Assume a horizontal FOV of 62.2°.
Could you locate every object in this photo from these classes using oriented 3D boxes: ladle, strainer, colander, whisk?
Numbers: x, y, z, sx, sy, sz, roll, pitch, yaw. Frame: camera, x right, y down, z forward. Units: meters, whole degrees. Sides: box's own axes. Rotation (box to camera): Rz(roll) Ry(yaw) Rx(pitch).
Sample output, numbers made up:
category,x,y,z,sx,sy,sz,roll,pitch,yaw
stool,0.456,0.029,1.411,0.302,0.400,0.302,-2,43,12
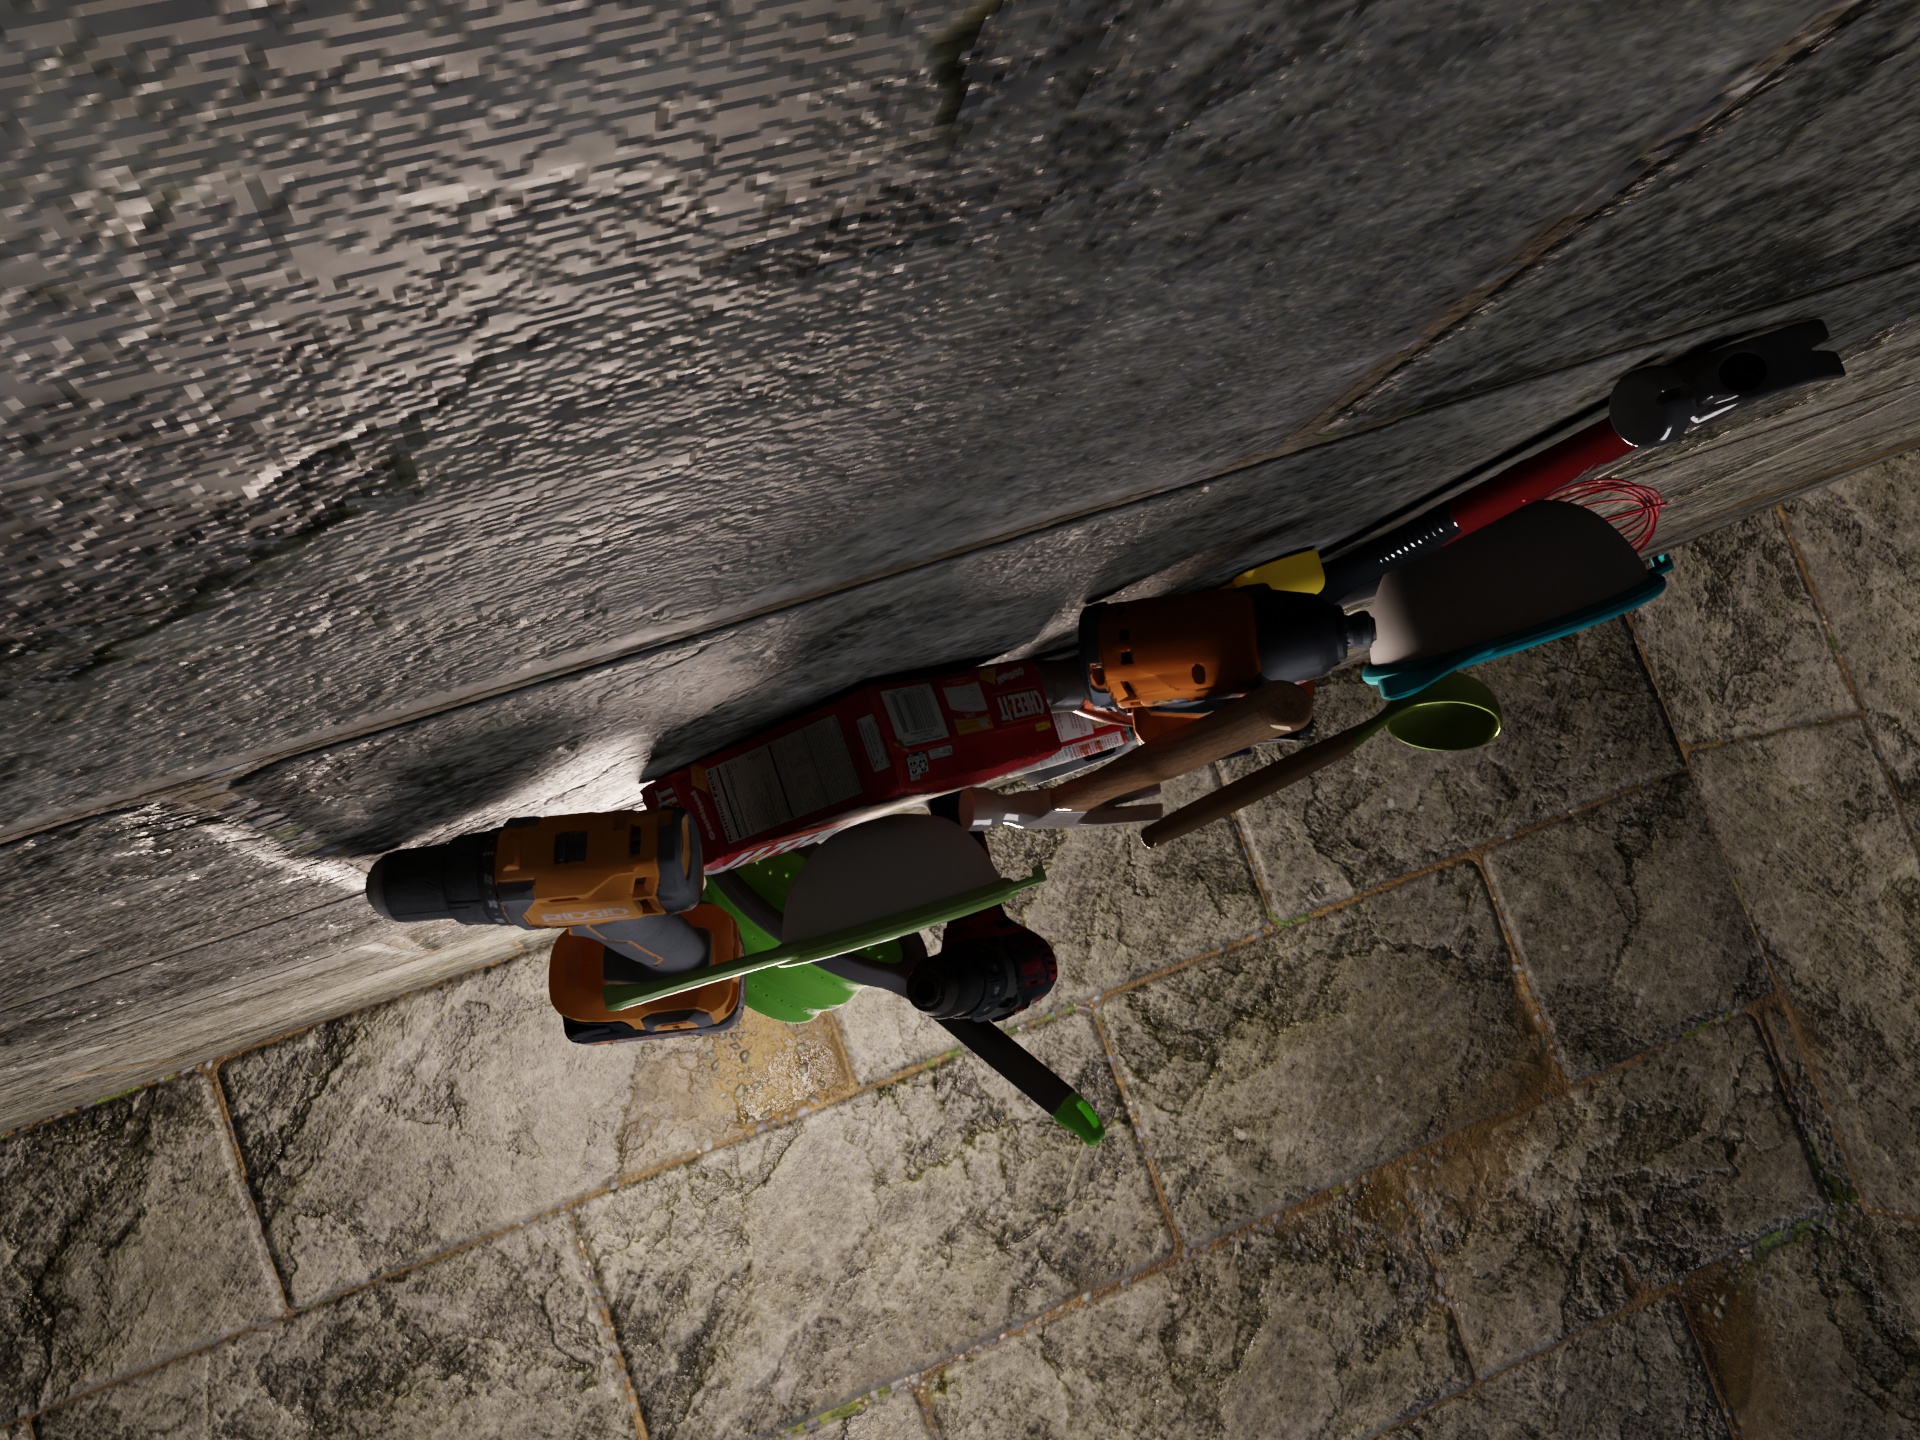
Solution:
category,x,y,z,sx,sy,sz,roll,pitch,yaw
ladle,0.238,0.033,1.028,0.320,0.062,0.078,-21,173,-35
strainer,-0.089,0.103,0.914,0.256,0.069,0.151,-12,174,-33
colander,-0.071,0.210,1.189,0.094,0.397,0.204,-56,163,10
strainer,0.337,-0.088,1.064,0.211,0.095,0.340,-18,-178,37
whisk,0.395,-0.125,1.235,0.296,0.073,0.073,-15,177,14

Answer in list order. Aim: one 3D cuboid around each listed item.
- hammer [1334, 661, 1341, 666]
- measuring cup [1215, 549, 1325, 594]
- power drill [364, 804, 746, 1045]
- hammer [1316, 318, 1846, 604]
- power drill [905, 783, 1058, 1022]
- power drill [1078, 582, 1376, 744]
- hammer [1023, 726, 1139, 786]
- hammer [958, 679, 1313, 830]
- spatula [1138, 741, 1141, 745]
category,x,y,z,sx,sy,sz,roll,pitch,yaw
hammer,0.225,-0.023,1.380,0.127,0.034,0.337,-20,176,-4
measuring cup,0.178,-0.074,1.065,0.062,0.029,0.156,-15,173,-42
power drill,-0.231,0.125,0.956,0.185,0.084,0.226,-6,150,2
hammer,0.322,-0.133,0.944,0.143,0.038,0.386,-19,176,-23
power drill,-0.012,0.108,1.145,0.080,0.227,0.187,-23,168,21
power drill,0.168,-0.033,0.972,0.164,0.084,0.226,-6,172,13
hammer,0.091,0.027,1.591,0.128,0.033,0.331,-20,-177,-13
hammer,0.116,0.029,0.986,0.130,0.031,0.331,1,167,-21
spatula,0.153,-0.007,1.335,0.060,0.018,0.315,-19,158,5
